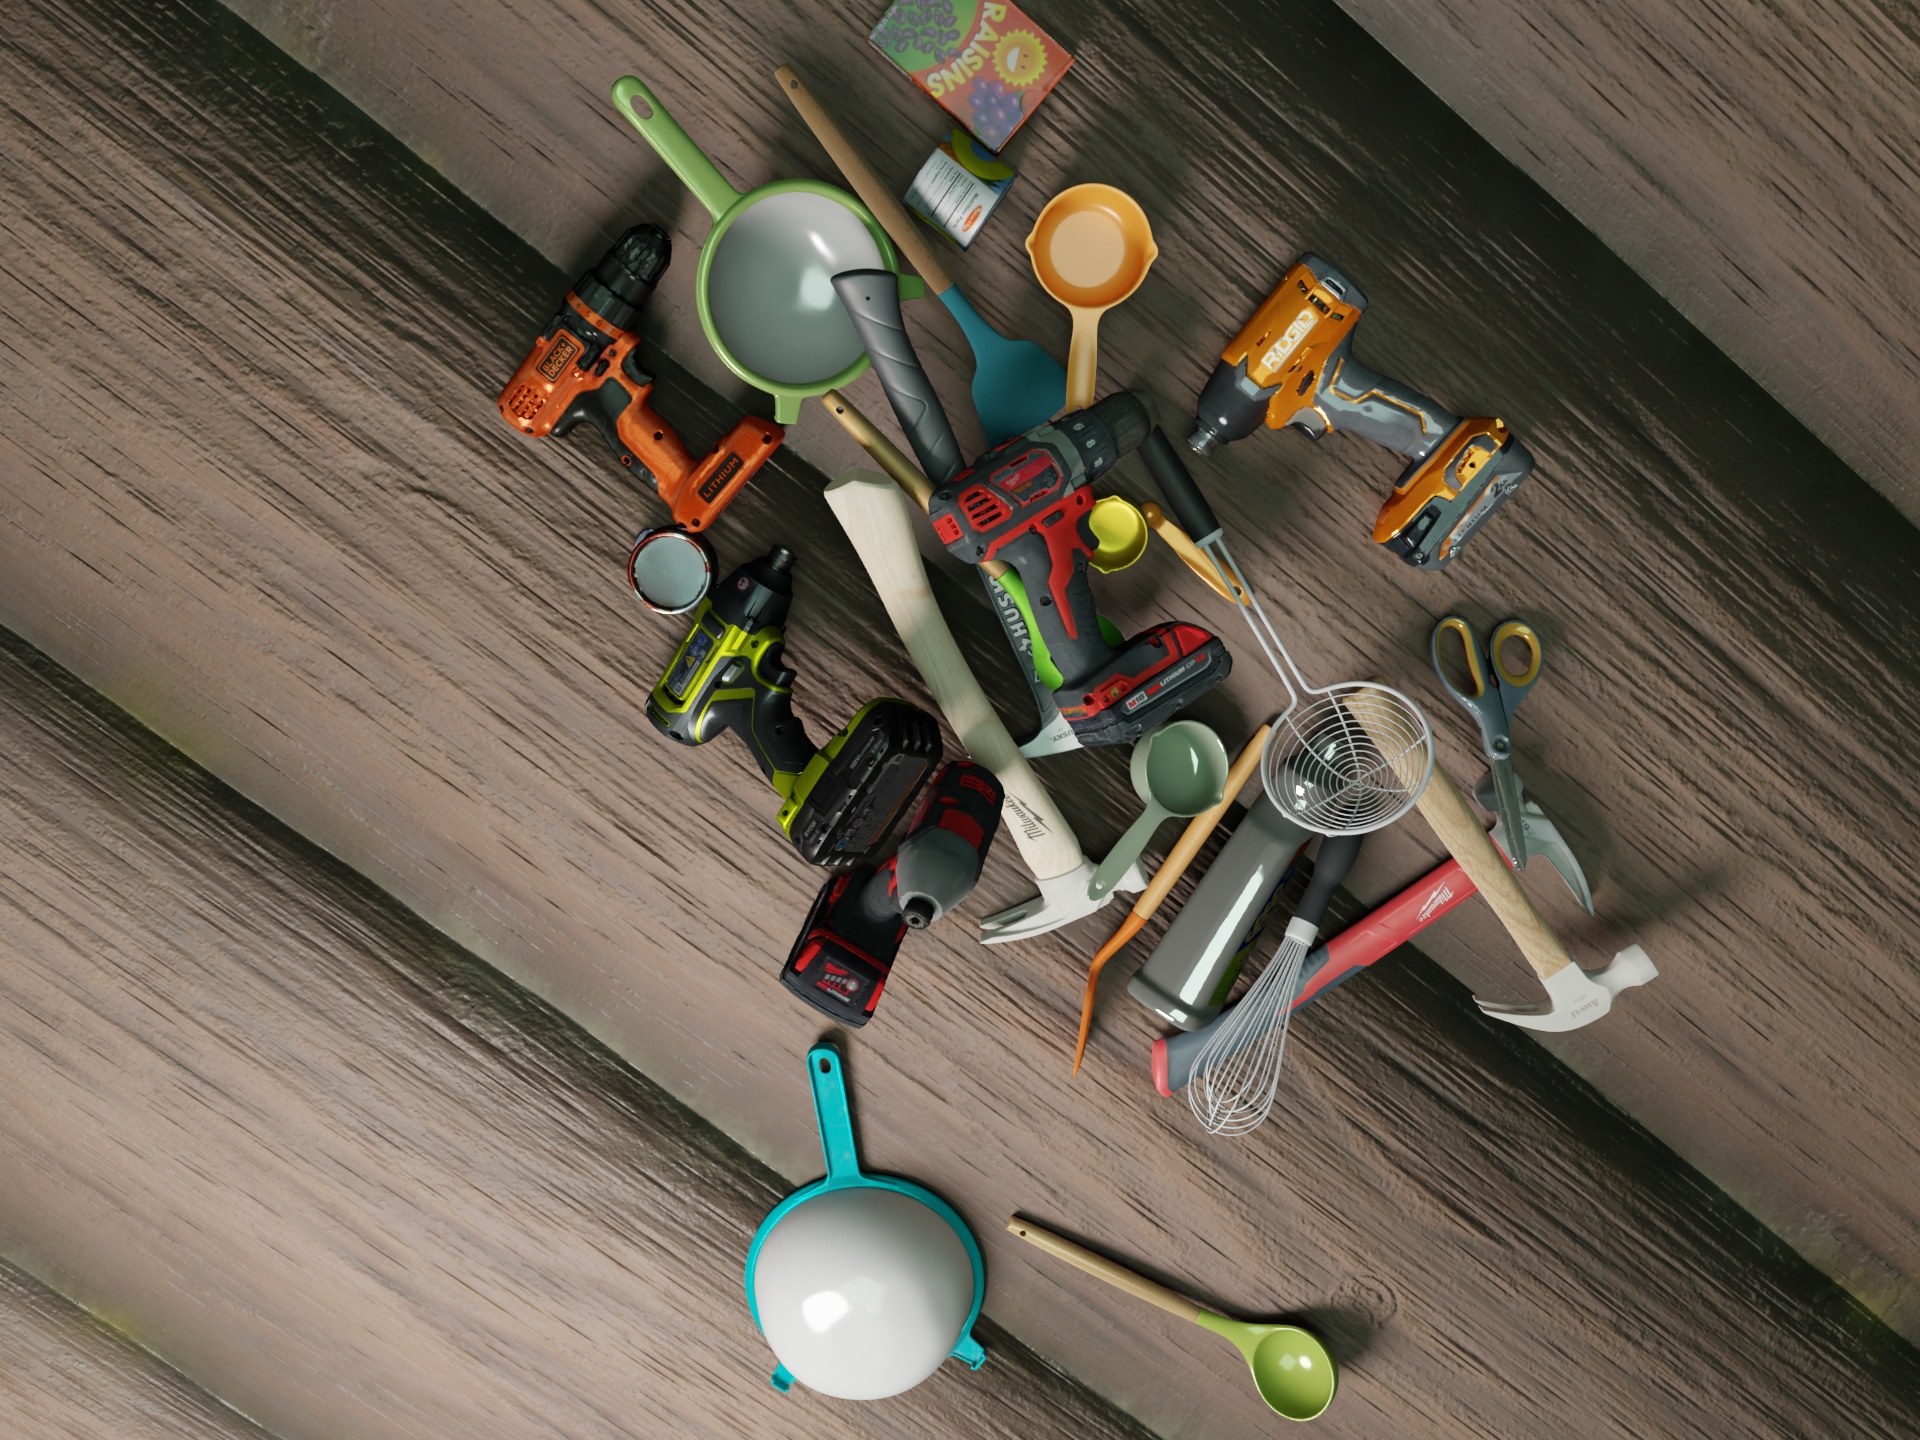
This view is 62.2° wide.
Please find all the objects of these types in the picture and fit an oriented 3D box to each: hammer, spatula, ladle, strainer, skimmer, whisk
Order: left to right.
[{"bbox_3d":[-0.157,-0.347,1.130,0.151,0.069,0.256,-46,117,-3],"label":"strainer"},{"bbox_3d":[-0.094,0.444,1.347,0.211,0.095,0.340,-8,106,2],"label":"strainer"},{"bbox_3d":[-0.029,-0.330,1.136,0.082,0.044,0.317,-38,113,5],"label":"spatula"},{"bbox_3d":[-0.002,-0.004,1.215,0.146,0.038,0.410,-24,115,12],"label":"hammer"},{"bbox_3d":[0.004,-0.147,1.194,0.149,0.036,0.408,-23,112,8],"label":"hammer"},{"bbox_3d":[0.167,0.143,1.292,0.041,0.081,0.322,34,97,5],"label":"spatula"},{"bbox_3d":[0.184,0.513,1.386,0.320,0.062,0.078,27,103,-4],"label":"ladle"},{"bbox_3d":[0.218,-0.084,1.176,0.127,0.090,0.363,-31,91,7],"label":"skimmer"},{"bbox_3d":[0.258,0.197,1.265,0.070,0.070,0.285,29,79,-7],"label":"whisk"},{"bbox_3d":[0.328,0.204,1.312,0.386,0.038,0.143,-36,103,9],"label":"hammer"},{"bbox_3d":[0.403,0.106,1.246,0.130,0.031,0.331,-36,98,9],"label":"hammer"}]

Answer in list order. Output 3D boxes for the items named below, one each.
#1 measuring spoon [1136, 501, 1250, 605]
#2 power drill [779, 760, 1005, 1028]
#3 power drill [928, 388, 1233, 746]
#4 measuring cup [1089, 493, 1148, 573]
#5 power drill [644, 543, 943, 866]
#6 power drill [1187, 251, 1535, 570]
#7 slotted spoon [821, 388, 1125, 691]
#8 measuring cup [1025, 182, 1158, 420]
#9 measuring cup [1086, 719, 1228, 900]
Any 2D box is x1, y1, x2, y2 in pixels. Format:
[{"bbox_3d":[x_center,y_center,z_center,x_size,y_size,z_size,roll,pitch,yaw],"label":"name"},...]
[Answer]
[{"bbox_3d":[0.183,-0.128,1.237,0.117,0.011,0.021,40,102,-9],"label":"measuring spoon"},{"bbox_3d":[-0.049,0.137,1.204,0.078,0.143,0.219,32,134,-9],"label":"power drill"},{"bbox_3d":[0.105,-0.114,1.148,0.188,0.080,0.226,-33,97,-16],"label":"power drill"},{"bbox_3d":[0.068,-0.154,1.229,0.156,0.029,0.062,10,113,10],"label":"measuring cup"},{"bbox_3d":[-0.125,-0.013,1.188,0.223,0.080,0.171,42,106,28],"label":"power drill"},{"bbox_3d":[0.289,-0.212,1.182,0.226,0.084,0.164,39,102,-5],"label":"power drill"},{"bbox_3d":[0.012,-0.126,1.170,0.070,0.031,0.313,-42,106,14],"label":"slotted spoon"},{"bbox_3d":[0.091,-0.304,1.172,0.095,0.052,0.173,3,107,-1],"label":"measuring cup"},{"bbox_3d":[0.143,0.072,1.247,0.083,0.038,0.167,42,77,-18],"label":"measuring cup"}]
